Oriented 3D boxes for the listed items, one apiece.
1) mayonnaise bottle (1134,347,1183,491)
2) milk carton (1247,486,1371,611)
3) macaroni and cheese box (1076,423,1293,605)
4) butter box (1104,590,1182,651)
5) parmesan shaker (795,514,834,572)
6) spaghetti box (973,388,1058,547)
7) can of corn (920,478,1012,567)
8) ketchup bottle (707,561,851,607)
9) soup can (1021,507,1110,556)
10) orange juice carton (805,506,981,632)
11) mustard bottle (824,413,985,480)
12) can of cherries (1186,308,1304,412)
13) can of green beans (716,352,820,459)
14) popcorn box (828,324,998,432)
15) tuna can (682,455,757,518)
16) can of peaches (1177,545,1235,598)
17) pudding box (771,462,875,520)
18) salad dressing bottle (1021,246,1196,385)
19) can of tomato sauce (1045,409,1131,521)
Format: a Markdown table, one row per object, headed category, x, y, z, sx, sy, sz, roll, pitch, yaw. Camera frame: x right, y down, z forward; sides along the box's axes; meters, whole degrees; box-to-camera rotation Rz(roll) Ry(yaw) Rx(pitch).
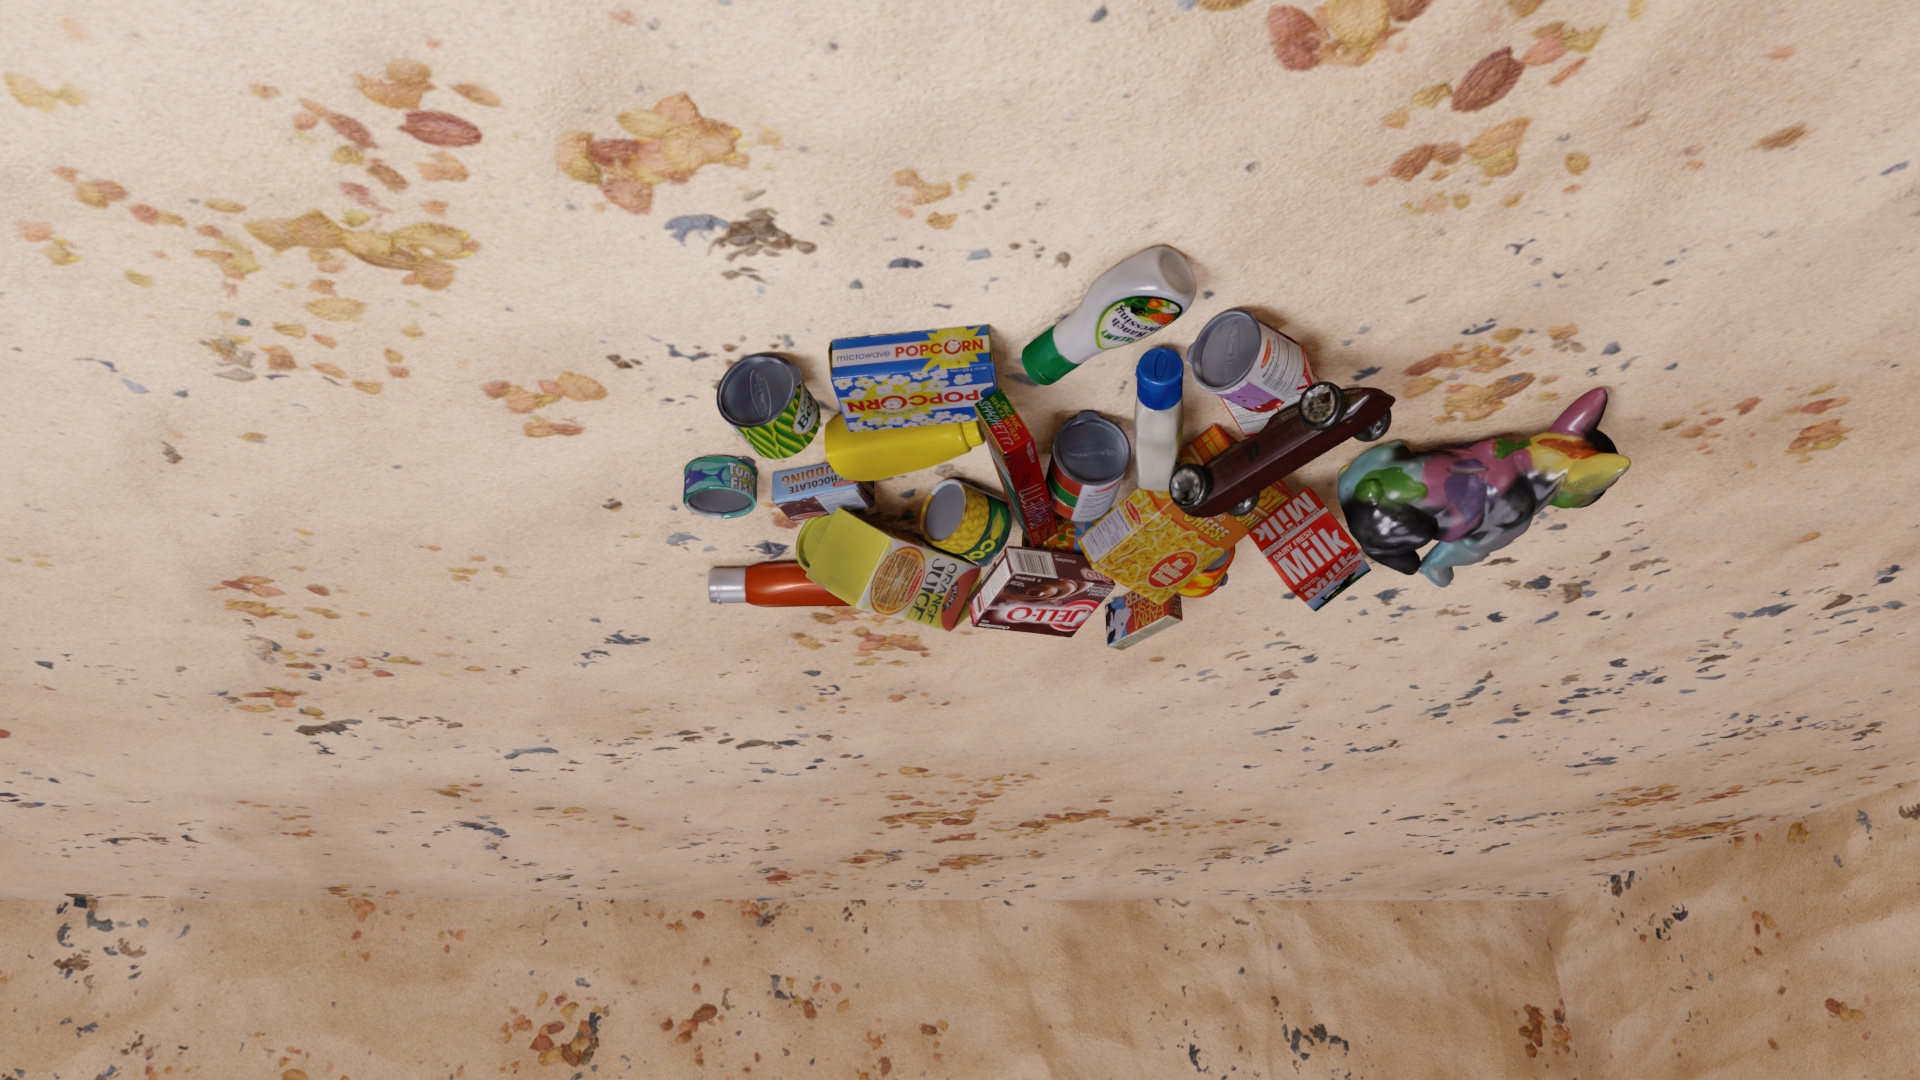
| category | x | y | z | sx | sy | sz | roll | pitch | yaw |
| --- | --- | --- | --- | --- | --- | --- | --- | --- | --- |
| mayonnaise bottle | 0.164 | -0.101 | 1.145 | 0.041 | 0.065 | 0.147 | 6 | 152 | 10 |
| milk carton | 0.328 | 0.008 | 1.311 | 0.072 | 0.073 | 0.190 | -38 | 159 | 11 |
| macaroni and cheese box | 0.208 | -0.020 | 1.276 | 0.166 | 0.040 | 0.123 | -41 | 140 | 19 |
| butter box | 0.203 | 0.080 | 1.541 | 0.024 | 0.053 | 0.103 | 17 | 147 | -31 |
| parmesan shaker | -0.101 | 0.015 | 1.354 | 0.071 | 0.071 | 0.103 | -17 | 151 | 27 |
| spaghetti box | 0.050 | -0.055 | 1.170 | 0.029 | 0.050 | 0.249 | -29 | 161 | -1 |
| can of corn | 0.005 | -0.016 | 1.291 | 0.058 | 0.071 | 0.071 | 21 | 145 | -40 |
| ketchup bottle | -0.183 | 0.046 | 1.431 | 0.149 | 0.044 | 0.064 | -1 | 157 | -4 |
| soup can | 0.109 | -0.003 | 1.343 | 0.084 | 0.071 | 0.071 | 6 | 153 | -18 |
| orange juice carton | -0.049 | 0.032 | 1.307 | 0.072 | 0.073 | 0.192 | 29 | -174 | 35 |
| mustard bottle | -0.031 | -0.089 | 1.159 | 0.160 | 0.049 | 0.065 | -10 | 154 | 12 |
| can of cherries | 0.219 | -0.138 | 1.071 | 0.058 | 0.072 | 0.071 | 18 | 147 | -39 |
| can of green beans | -0.150 | -0.105 | 1.091 | 0.071 | 0.071 | 0.057 | -9 | 154 | 13 |
| popcorn box | -0.035 | -0.126 | 1.093 | 0.127 | 0.038 | 0.085 | -5 | 154 | 4 |
| tuna can | -0.213 | -0.048 | 1.242 | 0.071 | 0.033 | 0.070 | -2 | 155 | -1 |
| can of peaches | 0.240 | 0.017 | 1.395 | 0.071 | 0.071 | 0.057 | -1 | 154 | -4 |
| pudding box | -0.125 | -0.046 | 1.261 | 0.083 | 0.030 | 0.049 | -10 | 155 | 13 |
| salad dressing bottle | 0.106 | -0.162 | 1.027 | 0.064 | 0.044 | 0.147 | 16 | 149 | -36 |
| can of tomato sauce | 0.108 | -0.063 | 1.210 | 0.071 | 0.071 | 0.082 | -2 | 158 | -4 |
